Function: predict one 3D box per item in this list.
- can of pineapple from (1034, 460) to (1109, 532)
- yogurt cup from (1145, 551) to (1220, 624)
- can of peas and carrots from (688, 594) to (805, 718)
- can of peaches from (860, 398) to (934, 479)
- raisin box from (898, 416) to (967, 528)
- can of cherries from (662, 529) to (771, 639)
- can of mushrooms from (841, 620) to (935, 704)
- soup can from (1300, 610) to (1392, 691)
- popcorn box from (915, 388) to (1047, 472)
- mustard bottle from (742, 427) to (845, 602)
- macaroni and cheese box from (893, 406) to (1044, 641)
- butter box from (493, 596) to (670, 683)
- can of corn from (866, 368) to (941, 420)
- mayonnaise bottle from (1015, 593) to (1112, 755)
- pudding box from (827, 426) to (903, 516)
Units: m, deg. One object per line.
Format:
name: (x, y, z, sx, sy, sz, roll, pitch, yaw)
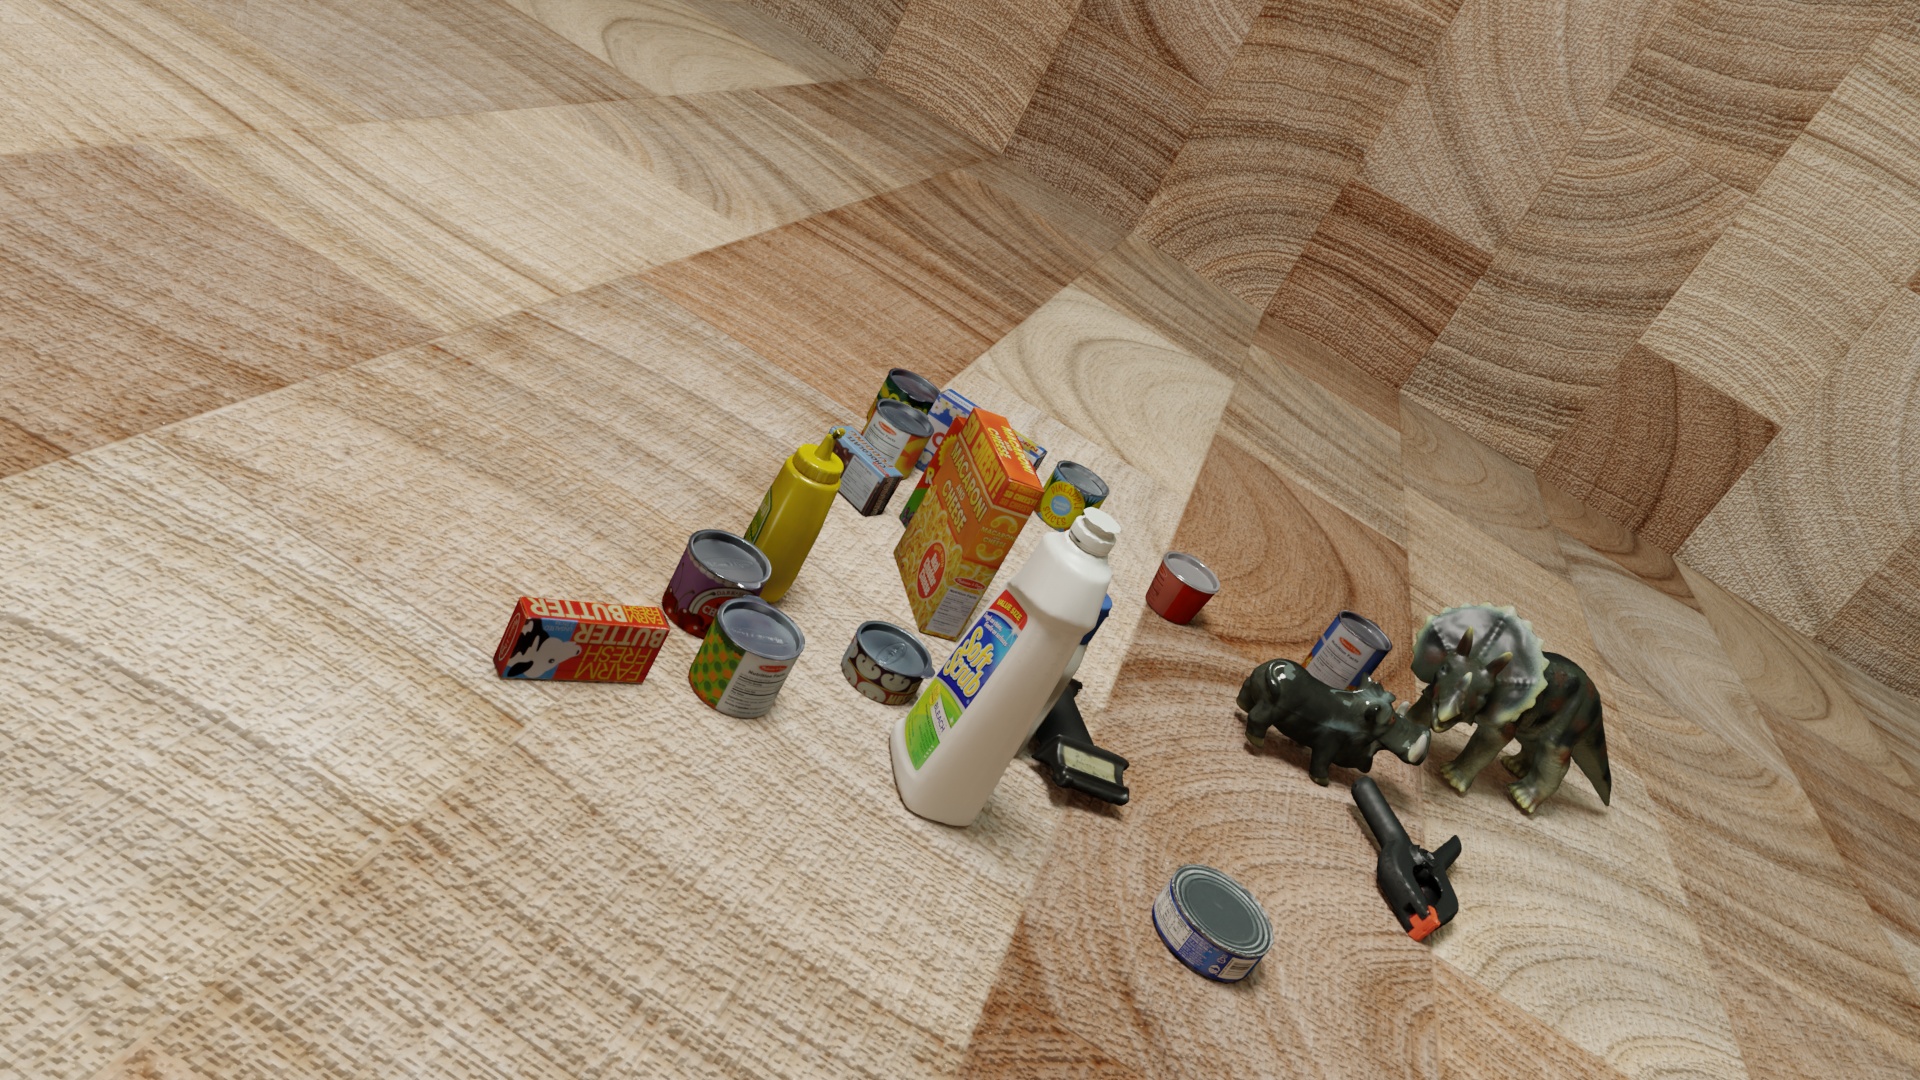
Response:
can of pineapple: (0.121, -0.046, 1.526, 0.071, 0.057, 0.071, 24, 25, -12)
yogurt cup: (0.232, 0.052, 1.469, 0.072, 0.053, 0.073, 24, 25, -12)
can of peas and carrots: (-0.154, 0.082, 0.991, 0.071, 0.058, 0.071, 24, 25, -12)
can of peaches: (-0.068, -0.104, 1.431, 0.071, 0.057, 0.071, 24, 25, -12)
raisin box: (0.000, -0.043, 1.313, 0.040, 0.123, 0.086, 10, 32, -37)
can of cherries: (-0.184, 0.035, 1.047, 0.071, 0.058, 0.072, 24, 25, -12)
can of mushrooms: (-0.057, 0.098, 1.097, 0.071, 0.033, 0.071, 24, 26, -12)
soup can: (0.412, 0.127, 1.489, 0.071, 0.083, 0.072, 24, 25, -12)
popcorn box: (0.015, -0.090, 1.463, 0.127, 0.085, 0.038, 34, 25, 7)
mustard bottle: (-0.131, -0.027, 1.100, 0.049, 0.159, 0.065, 21, 26, -20)
macaroni and cheese box: (0.004, -0.015, 1.216, 0.040, 0.165, 0.124, 17, 28, -26)
butter box: (-0.250, 0.067, 0.922, 0.103, 0.053, 0.024, 8, 33, -40)
can of corn: (-0.061, -0.145, 1.513, 0.071, 0.058, 0.071, 24, 25, -12)
mayonnaise bottle: (0.068, 0.098, 1.097, 0.041, 0.147, 0.065, 26, 25, -10)
pudding box: (-0.100, -0.068, 1.339, 0.084, 0.049, 0.030, 43, 27, 25)
